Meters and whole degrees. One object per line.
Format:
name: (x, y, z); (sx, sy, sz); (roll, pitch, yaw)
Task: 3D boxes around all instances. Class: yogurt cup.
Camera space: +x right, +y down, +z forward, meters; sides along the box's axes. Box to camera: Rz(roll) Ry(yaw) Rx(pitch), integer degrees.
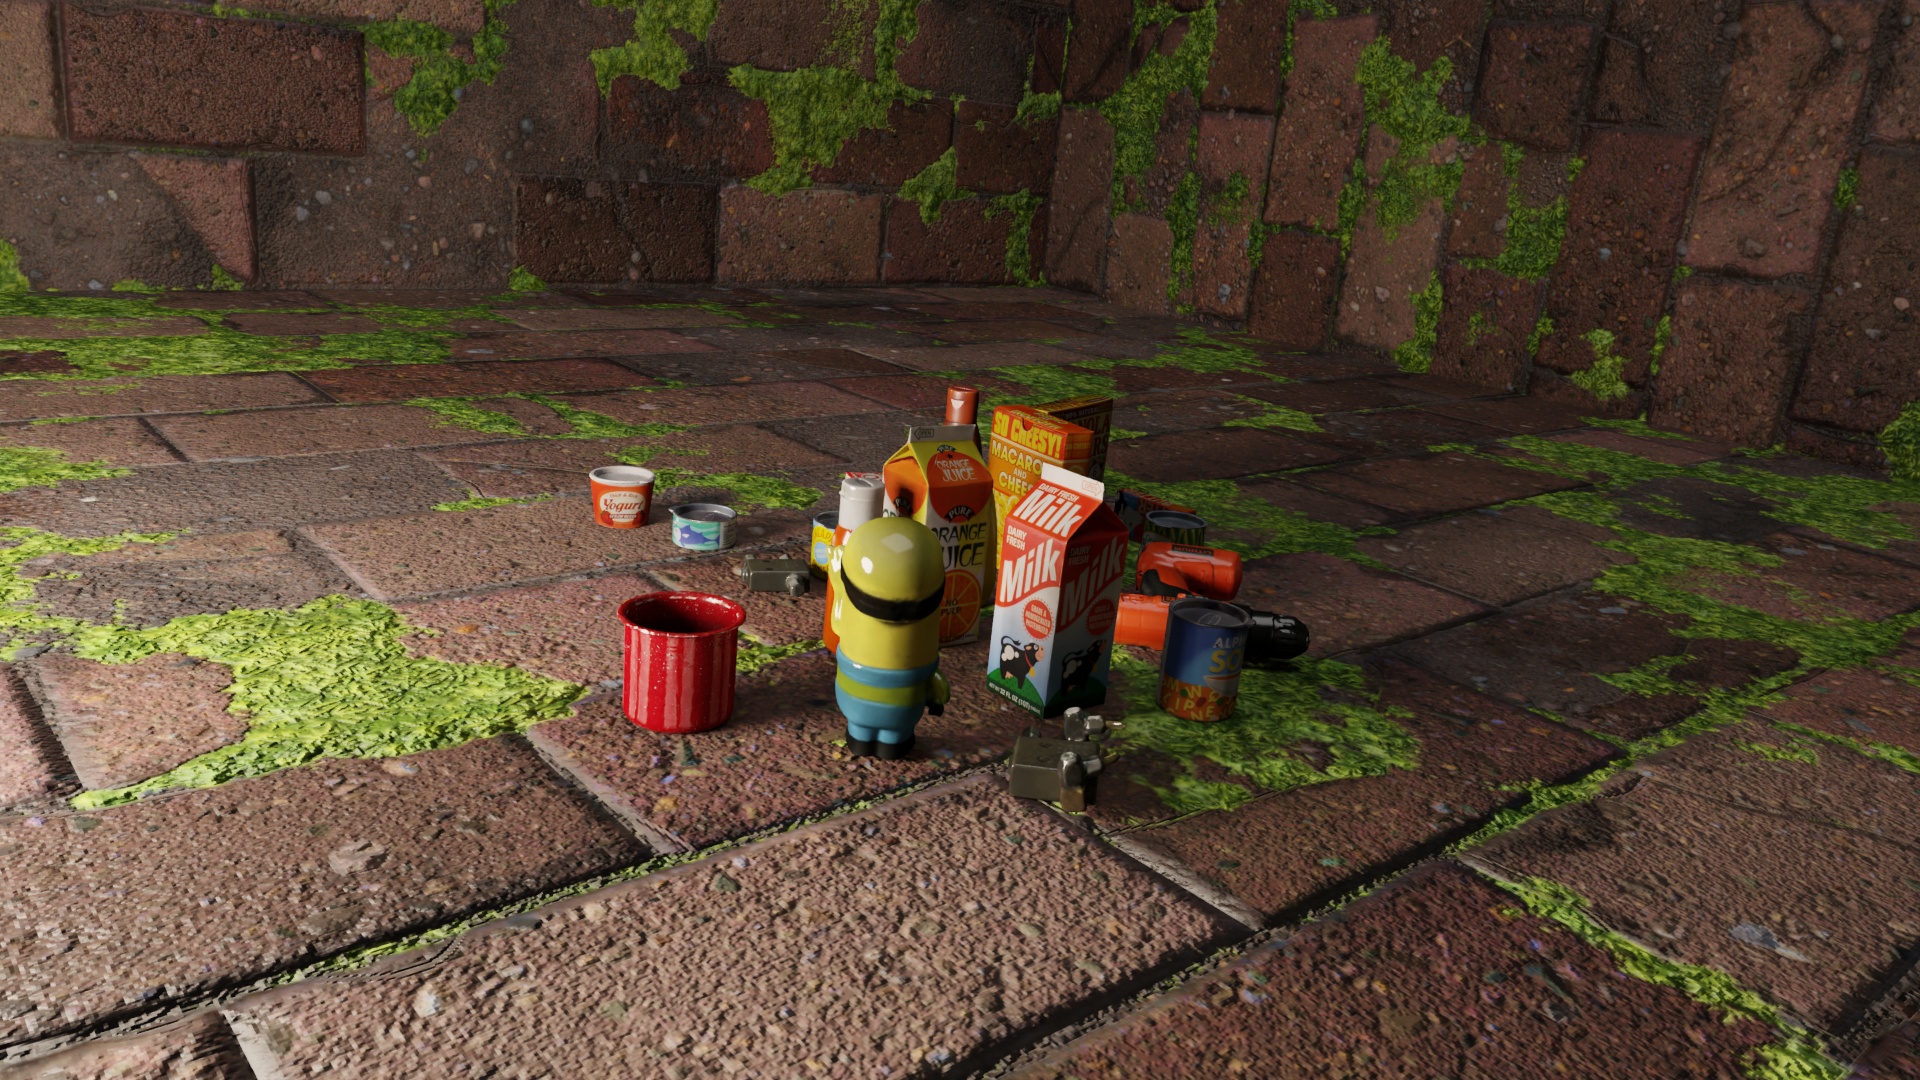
yogurt cup: (-0.358, -0.045, 1.470); (0.072, 0.053, 0.072); (5, 17, -1)

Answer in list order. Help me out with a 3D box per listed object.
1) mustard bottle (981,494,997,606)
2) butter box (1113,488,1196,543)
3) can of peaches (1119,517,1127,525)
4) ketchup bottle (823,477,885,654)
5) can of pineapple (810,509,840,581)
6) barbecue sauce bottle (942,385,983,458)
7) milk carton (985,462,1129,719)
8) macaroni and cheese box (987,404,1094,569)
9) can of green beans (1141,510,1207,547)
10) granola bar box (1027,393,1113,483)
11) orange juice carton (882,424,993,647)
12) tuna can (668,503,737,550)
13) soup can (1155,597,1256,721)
mustard bottle: (0.005, -0.016, 1.311); (0.065, 0.159, 0.049); (-1, 18, -22)
butter box: (0.220, -0.021, 1.583); (0.024, 0.053, 0.103); (-9, 22, -42)
can of peaches: (0.136, 0.005, 1.459); (0.071, 0.058, 0.071); (5, 17, -1)
ketchup bottle: (-0.088, 0.022, 1.173); (0.043, 0.148, 0.065); (-3, 18, -26)
can of pineapple: (-0.115, 0.006, 1.372); (0.071, 0.057, 0.071); (5, 17, -1)
barbecue sauce bottle: (-0.003, -0.104, 1.618); (0.065, 0.148, 0.044); (13, 18, 22)
milk carton: (0.078, 0.037, 1.106); (0.074, 0.189, 0.072); (-8, 22, -40)
macaroni and cheese box: (0.074, -0.044, 1.413); (0.040, 0.165, 0.124); (-6, 20, -34)
can of green beans: (0.228, 0.004, 1.494); (0.071, 0.057, 0.071); (5, 17, -1)
granola bar box: (0.129, -0.112, 1.727); (0.039, 0.123, 0.166); (16, 19, 31)
orange juice carton: (-0.024, -0.007, 1.217); (0.072, 0.192, 0.073); (-6, 20, -35)
tuna can: (-0.267, -0.015, 1.435); (0.071, 0.032, 0.071); (5, 17, -1)
soup can: (0.199, 0.098, 1.132); (0.071, 0.083, 0.071); (5, 17, -1)
